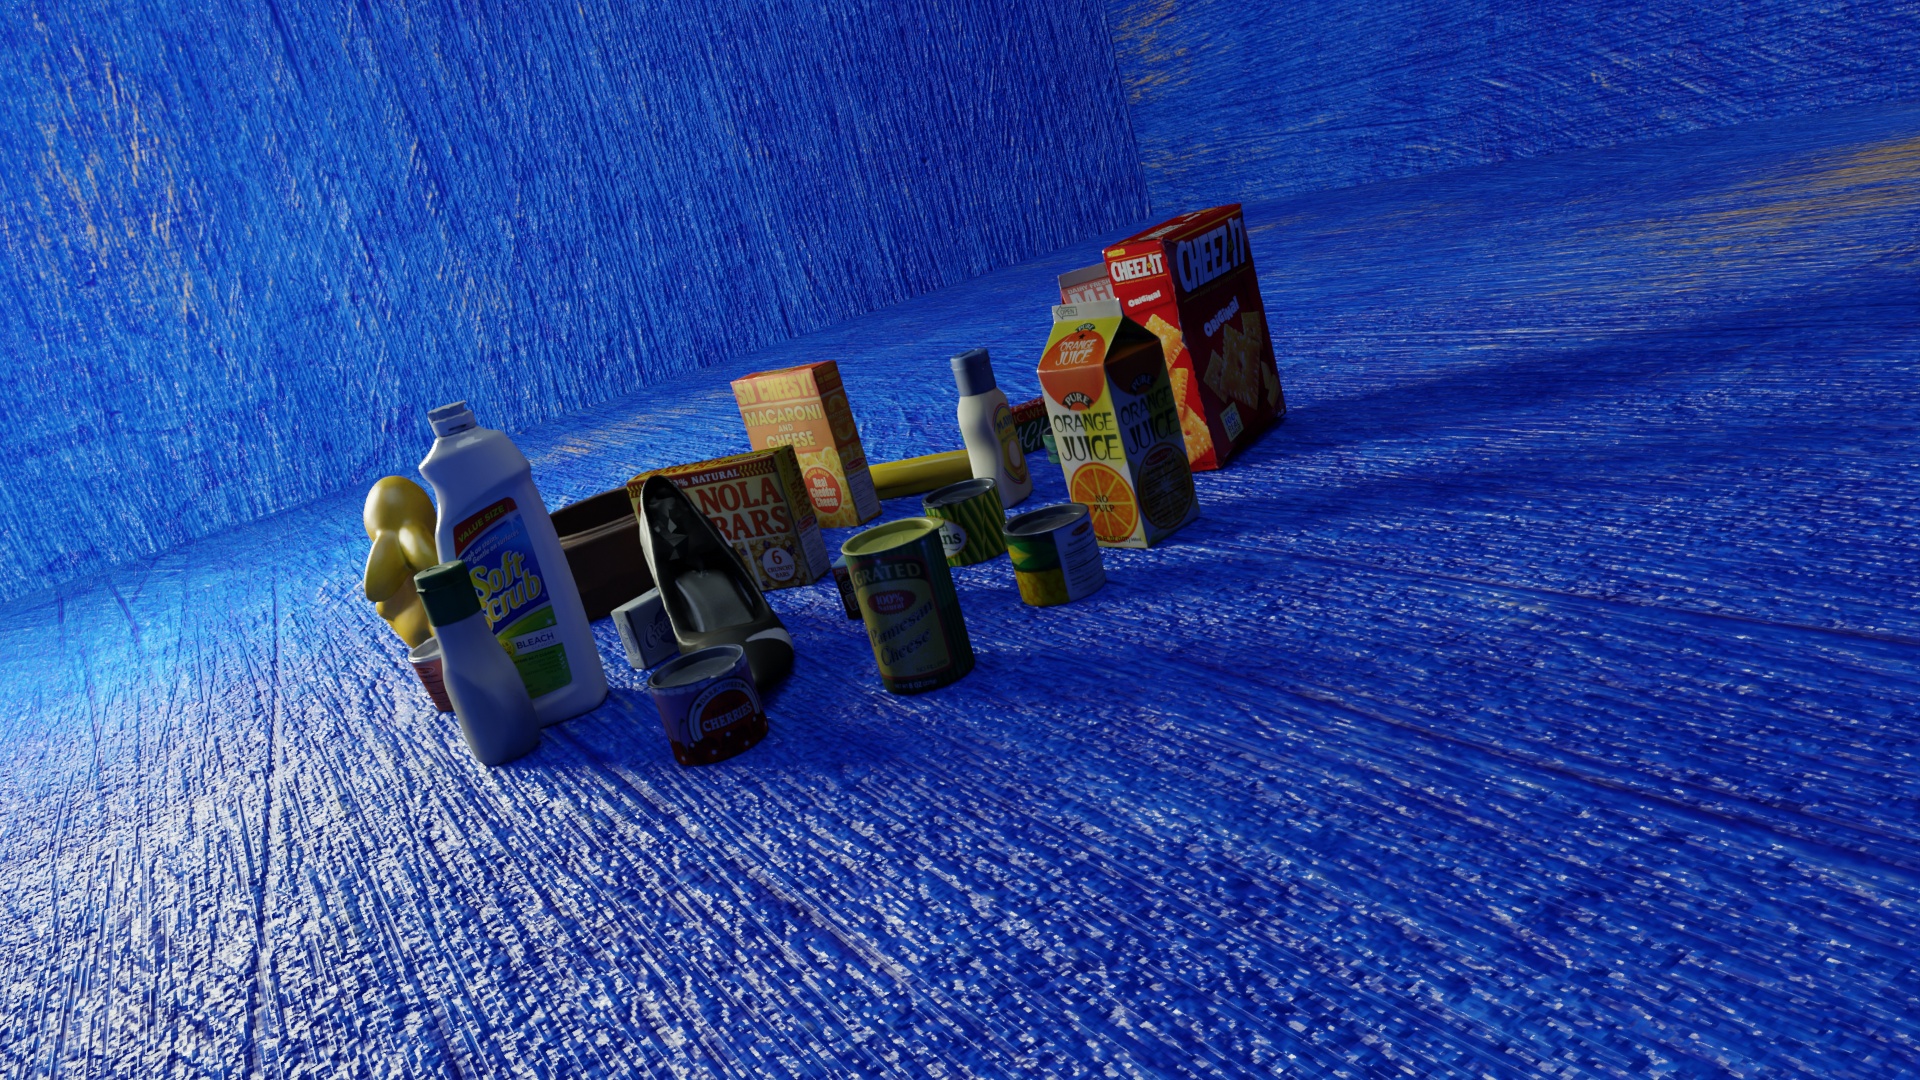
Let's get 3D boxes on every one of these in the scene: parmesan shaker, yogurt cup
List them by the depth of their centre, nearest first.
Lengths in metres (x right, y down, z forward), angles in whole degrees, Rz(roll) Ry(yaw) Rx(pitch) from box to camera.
[{"bbox_3d":[-0.031,0.043,0.930,0.071,0.102,0.071,-15,15,4],"label":"parmesan shaker"},{"bbox_3d":[-0.427,0.110,1.182,0.072,0.053,0.072,-15,15,4],"label":"yogurt cup"}]

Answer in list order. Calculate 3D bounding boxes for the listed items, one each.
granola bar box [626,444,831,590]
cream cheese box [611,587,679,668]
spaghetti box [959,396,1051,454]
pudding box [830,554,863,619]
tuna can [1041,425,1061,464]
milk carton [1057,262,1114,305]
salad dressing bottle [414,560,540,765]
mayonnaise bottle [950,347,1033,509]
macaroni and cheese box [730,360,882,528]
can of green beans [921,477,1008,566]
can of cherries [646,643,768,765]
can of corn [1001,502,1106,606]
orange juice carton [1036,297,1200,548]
[{"bbox_3d":[-0.213,-0.013,1.268,0.165,0.124,0.039,-9,17,25],"label":"granola bar box"},{"bbox_3d":[-0.239,0.062,1.164,0.024,0.053,0.104,-3,20,40],"label":"cream cheese box"},{"bbox_3d":[0.121,-0.141,1.526,0.251,0.050,0.029,-21,16,-17],"label":"spaghetti box"},{"bbox_3d":[-0.055,0.030,1.101,0.083,0.049,0.030,-11,16,19],"label":"pudding box"},{"bbox_3d":[0.119,-0.103,1.428,0.071,0.032,0.071,-15,15,4],"label":"tuna can"},{"bbox_3d":[0.150,-0.174,1.346,0.072,0.190,0.073,-16,15,0],"label":"milk carton"},{"bbox_3d":[-0.352,0.088,1.007,0.064,0.147,0.044,-4,19,37],"label":"salad dressing bottle"},{"bbox_3d":[0.027,-0.106,1.311,0.041,0.147,0.065,-7,17,31],"label":"mayonnaise bottle"},{"bbox_3d":[-0.158,-0.096,1.424,0.123,0.166,0.040,-3,20,40],"label":"macaroni and cheese box"},{"bbox_3d":[0.006,-0.016,1.185,0.071,0.057,0.071,-15,15,4],"label":"can of green beans"},{"bbox_3d":[-0.165,0.109,0.917,0.071,0.058,0.072,-15,15,4],"label":"can of cherries"},{"bbox_3d":[0.068,0.010,1.032,0.071,0.058,0.071,-15,15,4],"label":"can of corn"},{"bbox_3d":[0.122,-0.096,1.097,0.073,0.192,0.072,-28,19,-38],"label":"orange juice carton"}]
